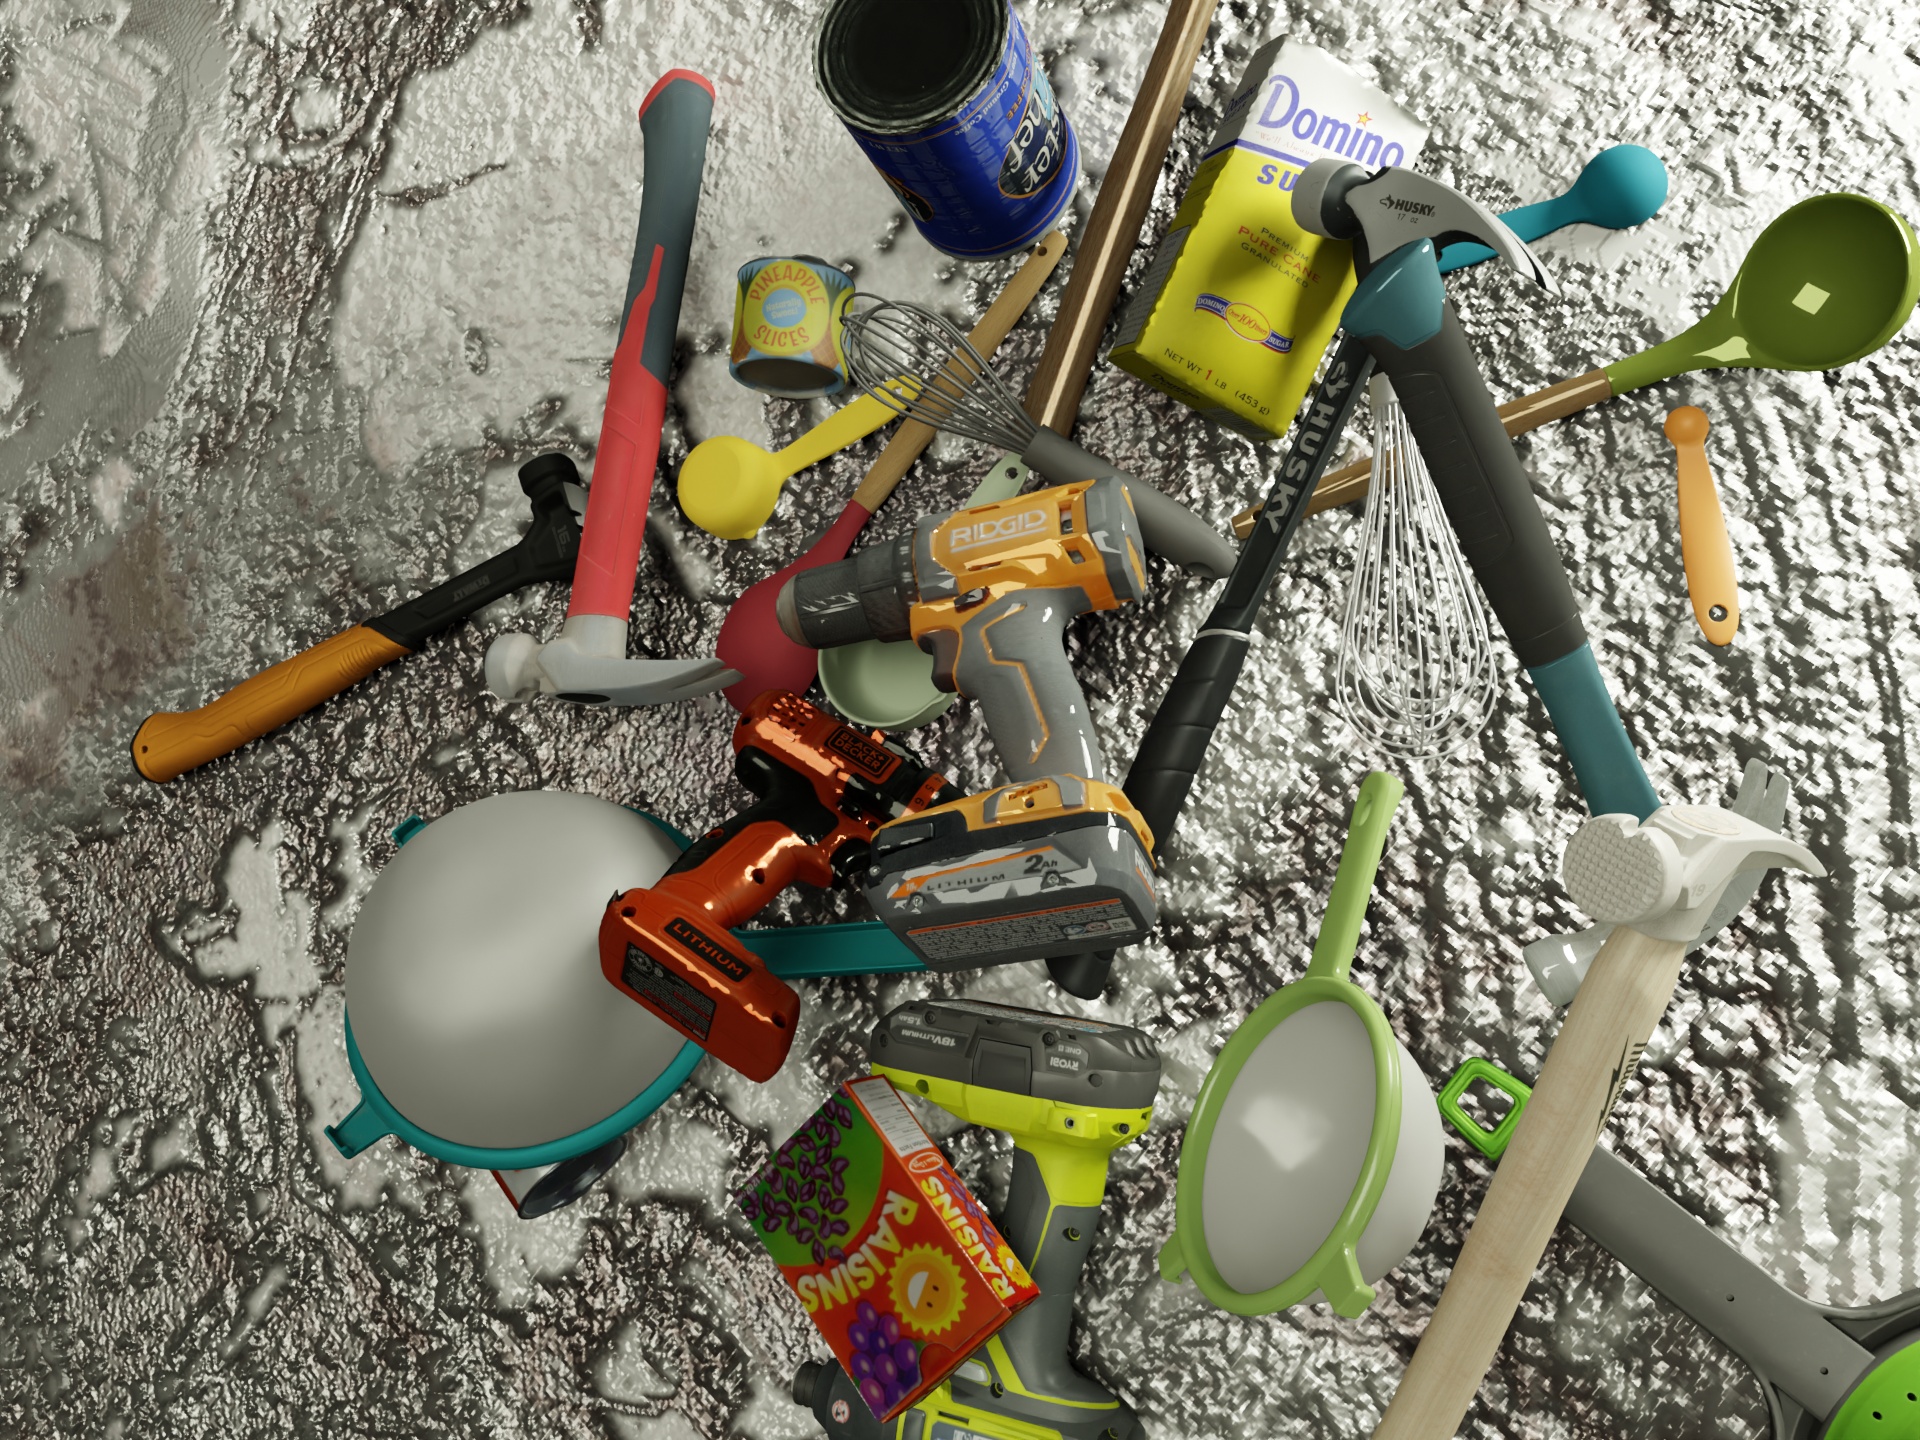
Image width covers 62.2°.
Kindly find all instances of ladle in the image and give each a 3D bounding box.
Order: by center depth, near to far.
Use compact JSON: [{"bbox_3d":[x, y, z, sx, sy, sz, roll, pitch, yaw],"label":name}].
[{"bbox_3d":[0.278,-0.153,0.749,0.320,0.062,0.078,-21,73,17],"label":"ladle"},{"bbox_3d":[-0.037,-0.137,0.869,0.069,0.031,0.315,36,91,24],"label":"ladle"}]

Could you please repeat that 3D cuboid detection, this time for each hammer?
[{"bbox_3d":[0.221,0.223,0.645,0.038,0.146,0.410,36,115,44],"label":"hammer"},{"bbox_3d":[0.242,-0.040,0.663,0.128,0.033,0.331,-27,105,7],"label":"hammer"},{"bbox_3d":[0.134,-0.053,0.737,0.149,0.036,0.409,39,110,51],"label":"hammer"},{"bbox_3d":[0.093,-0.297,0.827,0.130,0.031,0.331,31,102,62],"label":"hammer"},{"bbox_3d":[-0.166,-0.196,0.890,0.143,0.038,0.386,0,72,21],"label":"hammer"},{"bbox_3d":[-0.358,-0.034,0.954,0.337,0.034,0.127,-24,72,13],"label":"hammer"}]

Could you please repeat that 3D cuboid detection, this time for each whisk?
[{"bbox_3d":[0.202,-0.121,0.739,0.070,0.070,0.285,-5,76,18],"label":"whisk"},{"bbox_3d":[0.039,-0.141,0.800,0.239,0.055,0.055,33,91,-1],"label":"whisk"}]

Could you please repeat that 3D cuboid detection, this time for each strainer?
[{"bbox_3d":[0.180,0.148,0.720,0.069,0.151,0.256,27,68,-15],"label":"strainer"},{"bbox_3d":[-0.164,0.106,0.800,0.340,0.095,0.211,-5,55,7],"label":"strainer"}]

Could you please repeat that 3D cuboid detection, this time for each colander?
[{"bbox_3d":[0.358,0.272,0.619,0.397,0.094,0.204,38,93,21],"label":"colander"}]

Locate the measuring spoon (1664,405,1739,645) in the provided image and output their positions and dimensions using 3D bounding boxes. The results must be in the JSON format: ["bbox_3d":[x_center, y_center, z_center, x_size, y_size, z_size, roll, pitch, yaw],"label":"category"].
[{"bbox_3d":[0.344,-0.092,0.737,0.021,0.011,0.117,-7,78,17],"label":"measuring spoon"}]

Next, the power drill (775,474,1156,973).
[{"bbox_3d":[-0.001,-0.002,0.741,0.185,0.084,0.226,-11,58,16],"label":"power drill"}]

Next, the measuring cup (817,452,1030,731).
[{"bbox_3d":[-0.008,-0.068,0.841,0.083,0.038,0.167,34,90,21],"label":"measuring cup"}]

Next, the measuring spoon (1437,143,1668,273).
[{"bbox_3d":[0.282,-0.249,0.782,0.128,0.021,0.042,-18,74,14],"label":"measuring spoon"}]

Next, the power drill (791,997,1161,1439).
[{"bbox_3d":[0.008,0.250,0.754,0.171,0.080,0.223,5,84,24],"label":"power drill"}]

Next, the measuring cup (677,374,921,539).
[{"bbox_3d":[-0.092,-0.153,0.878,0.156,0.029,0.062,-27,70,21],"label":"measuring cup"}]
